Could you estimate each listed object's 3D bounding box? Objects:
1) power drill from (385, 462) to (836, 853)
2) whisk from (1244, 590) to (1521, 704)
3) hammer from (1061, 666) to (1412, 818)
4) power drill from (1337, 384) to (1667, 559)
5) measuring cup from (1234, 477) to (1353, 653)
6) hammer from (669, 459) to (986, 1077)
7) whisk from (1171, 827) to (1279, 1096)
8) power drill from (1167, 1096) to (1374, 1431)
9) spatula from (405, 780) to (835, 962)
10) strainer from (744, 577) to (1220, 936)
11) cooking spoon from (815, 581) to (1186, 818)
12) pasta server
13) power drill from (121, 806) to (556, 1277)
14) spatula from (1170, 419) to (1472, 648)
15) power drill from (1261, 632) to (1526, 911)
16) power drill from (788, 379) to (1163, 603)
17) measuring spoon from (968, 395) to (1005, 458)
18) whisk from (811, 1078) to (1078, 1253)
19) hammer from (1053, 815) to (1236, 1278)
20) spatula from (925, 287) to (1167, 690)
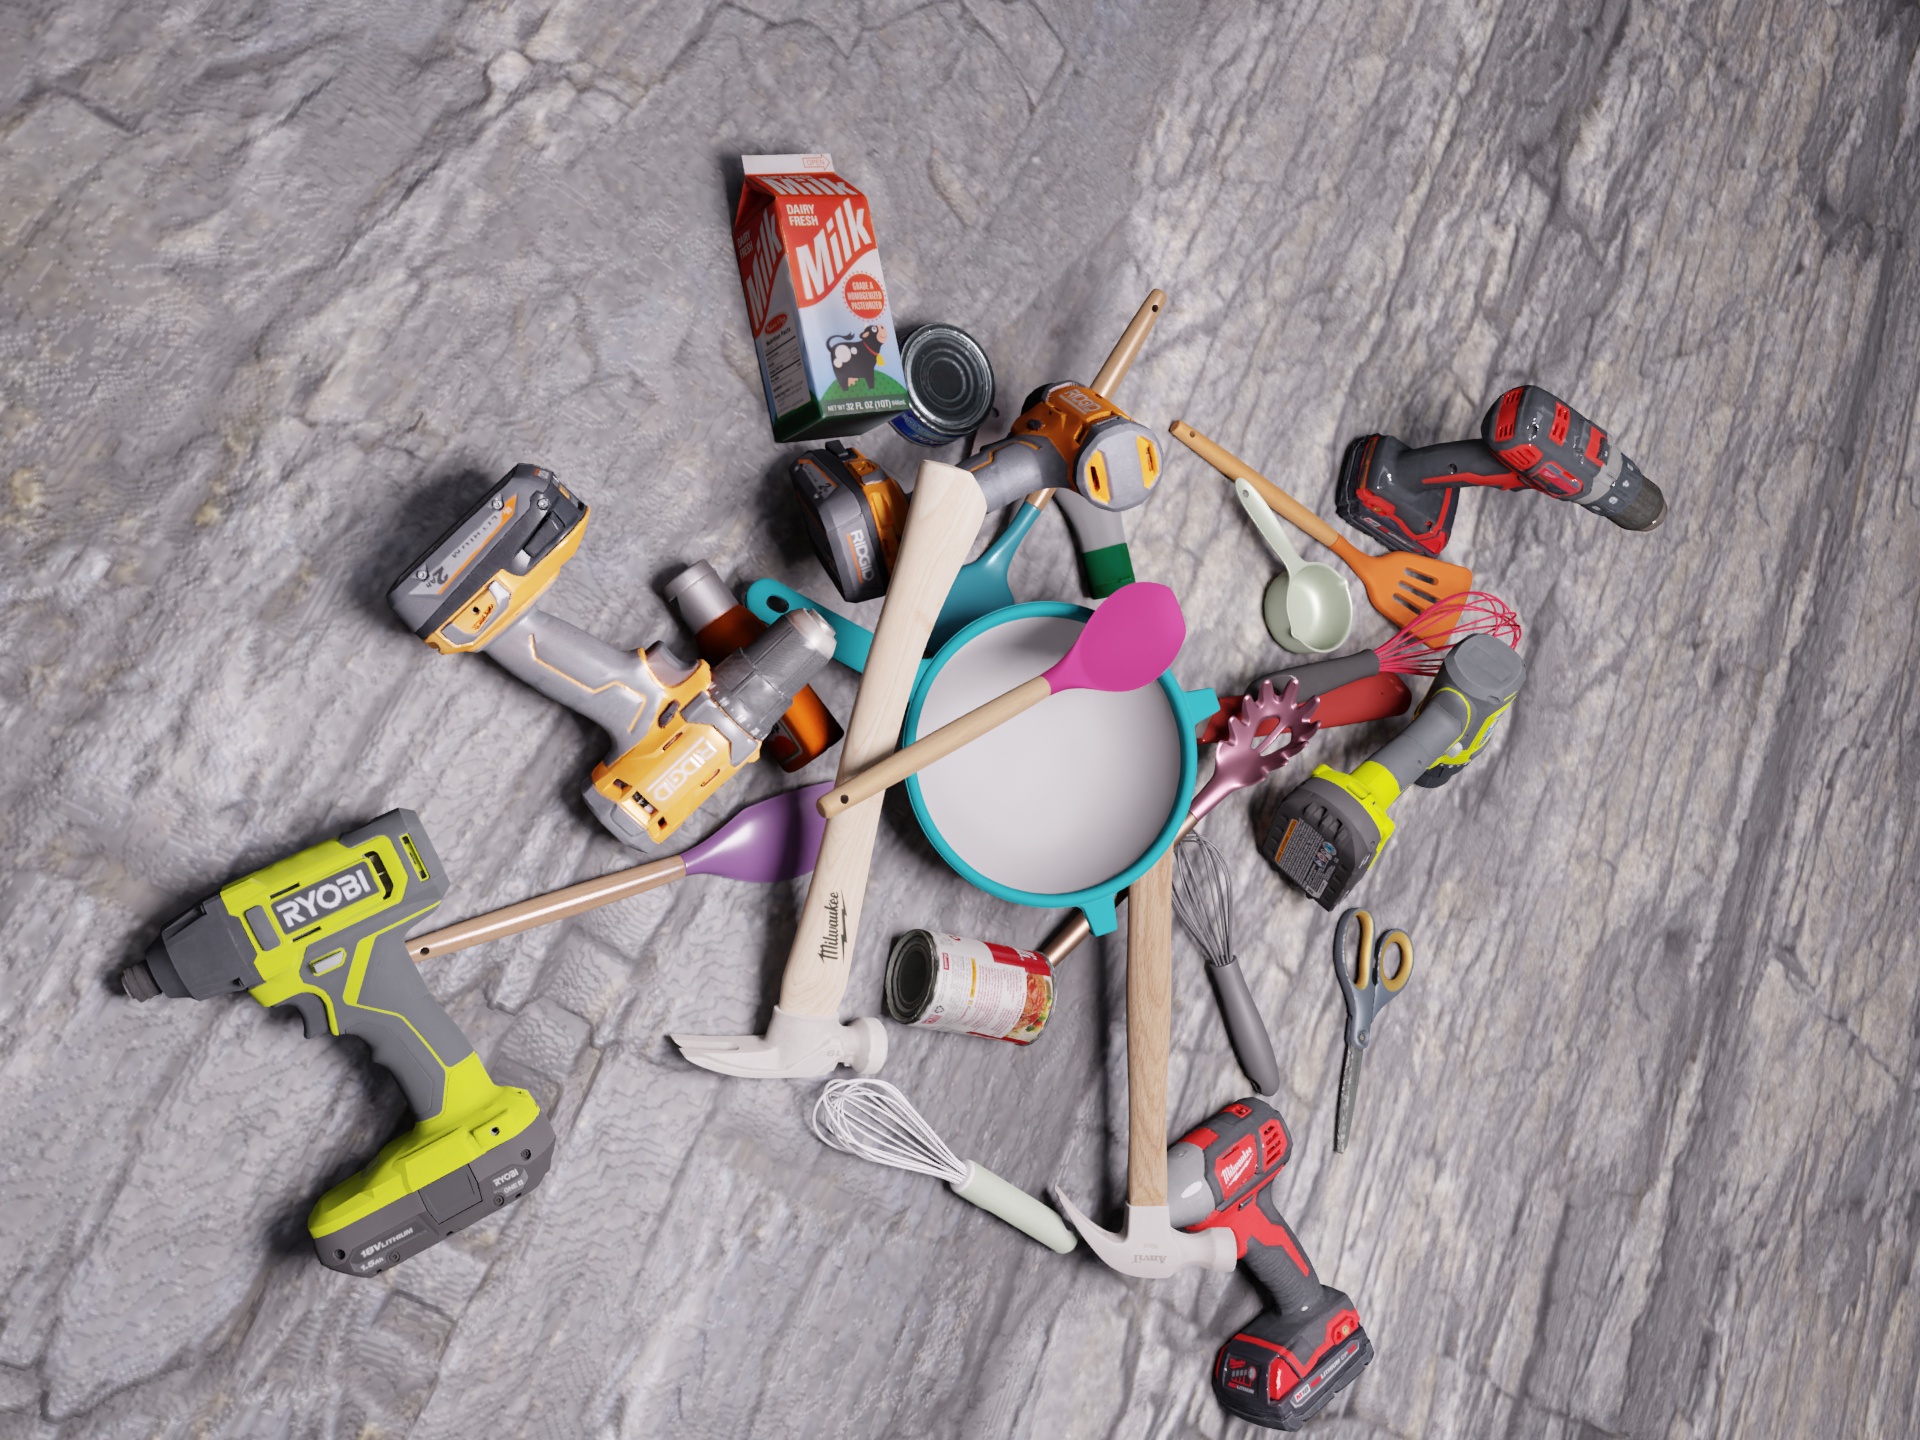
[{"bbox_3d":[-0.203,-0.053,0.963,0.185,0.084,0.226,-42,110,3],"label":"power drill"},{"bbox_3d":[0.355,-0.052,1.318,0.295,0.073,0.073,-16,94,-26],"label":"whisk"},{"bbox_3d":[0.230,0.007,1.288,0.359,0.037,0.149,-6,88,-32],"label":"hammer"},{"bbox_3d":[0.454,-0.196,1.335,0.187,0.227,0.080,25,73,-28],"label":"power drill"},{"bbox_3d":[0.264,-0.128,1.323,0.083,0.038,0.167,-43,105,-28],"label":"measuring cup"},{"bbox_3d":[-0.070,0.037,1.008,0.146,0.038,0.410,8,103,-32],"label":"hammer"},{"bbox_3d":[0.210,0.191,1.251,0.055,0.055,0.239,-28,104,-31],"label":"whisk"},{"bbox_3d":[0.218,0.417,1.217,0.143,0.078,0.219,-25,96,-32],"label":"power drill"},{"bbox_3d":[-0.202,0.103,1.017,0.316,0.018,0.059,-16,105,-33],"label":"spatula"},{"bbox_3d":[-0.002,-0.004,1.121,0.340,0.095,0.211,28,79,-8],"label":"strainer"},{"bbox_3d":[0.035,-0.012,1.033,0.319,0.017,0.068,-29,105,-32],"label":"cooking spoon"},{"bbox_3d":[0.155,0.087,1.196,0.316,0.040,0.060,-43,69,-14],"label":"pasta server"},{"bbox_3d":[-0.339,0.183,0.886,0.171,0.080,0.223,-26,96,-18],"label":"power drill"},{"bbox_3d":[0.305,-0.167,1.349,0.322,0.041,0.081,29,82,-25],"label":"spatula"},{"bbox_3d":[0.354,0.048,1.298,0.228,0.190,0.080,-39,68,-21],"label":"power drill"},{"bbox_3d":[0.005,-0.168,1.083,0.226,0.164,0.084,-20,121,-9],"label":"power drill"},{"bbox_3d":[0.010,-0.190,1.186,0.034,0.018,0.124,30,63,-26],"label":"measuring spoon"},{"bbox_3d":[-0.005,0.315,1.108,0.246,0.058,0.059,38,101,-26],"label":"whisk"},{"bbox_3d":[0.134,0.234,1.154,0.130,0.031,0.331,1,88,-6],"label":"hammer"},{"bbox_3d":[0.072,-0.178,1.171,0.082,0.044,0.317,30,91,-26],"label":"spatula"}]
